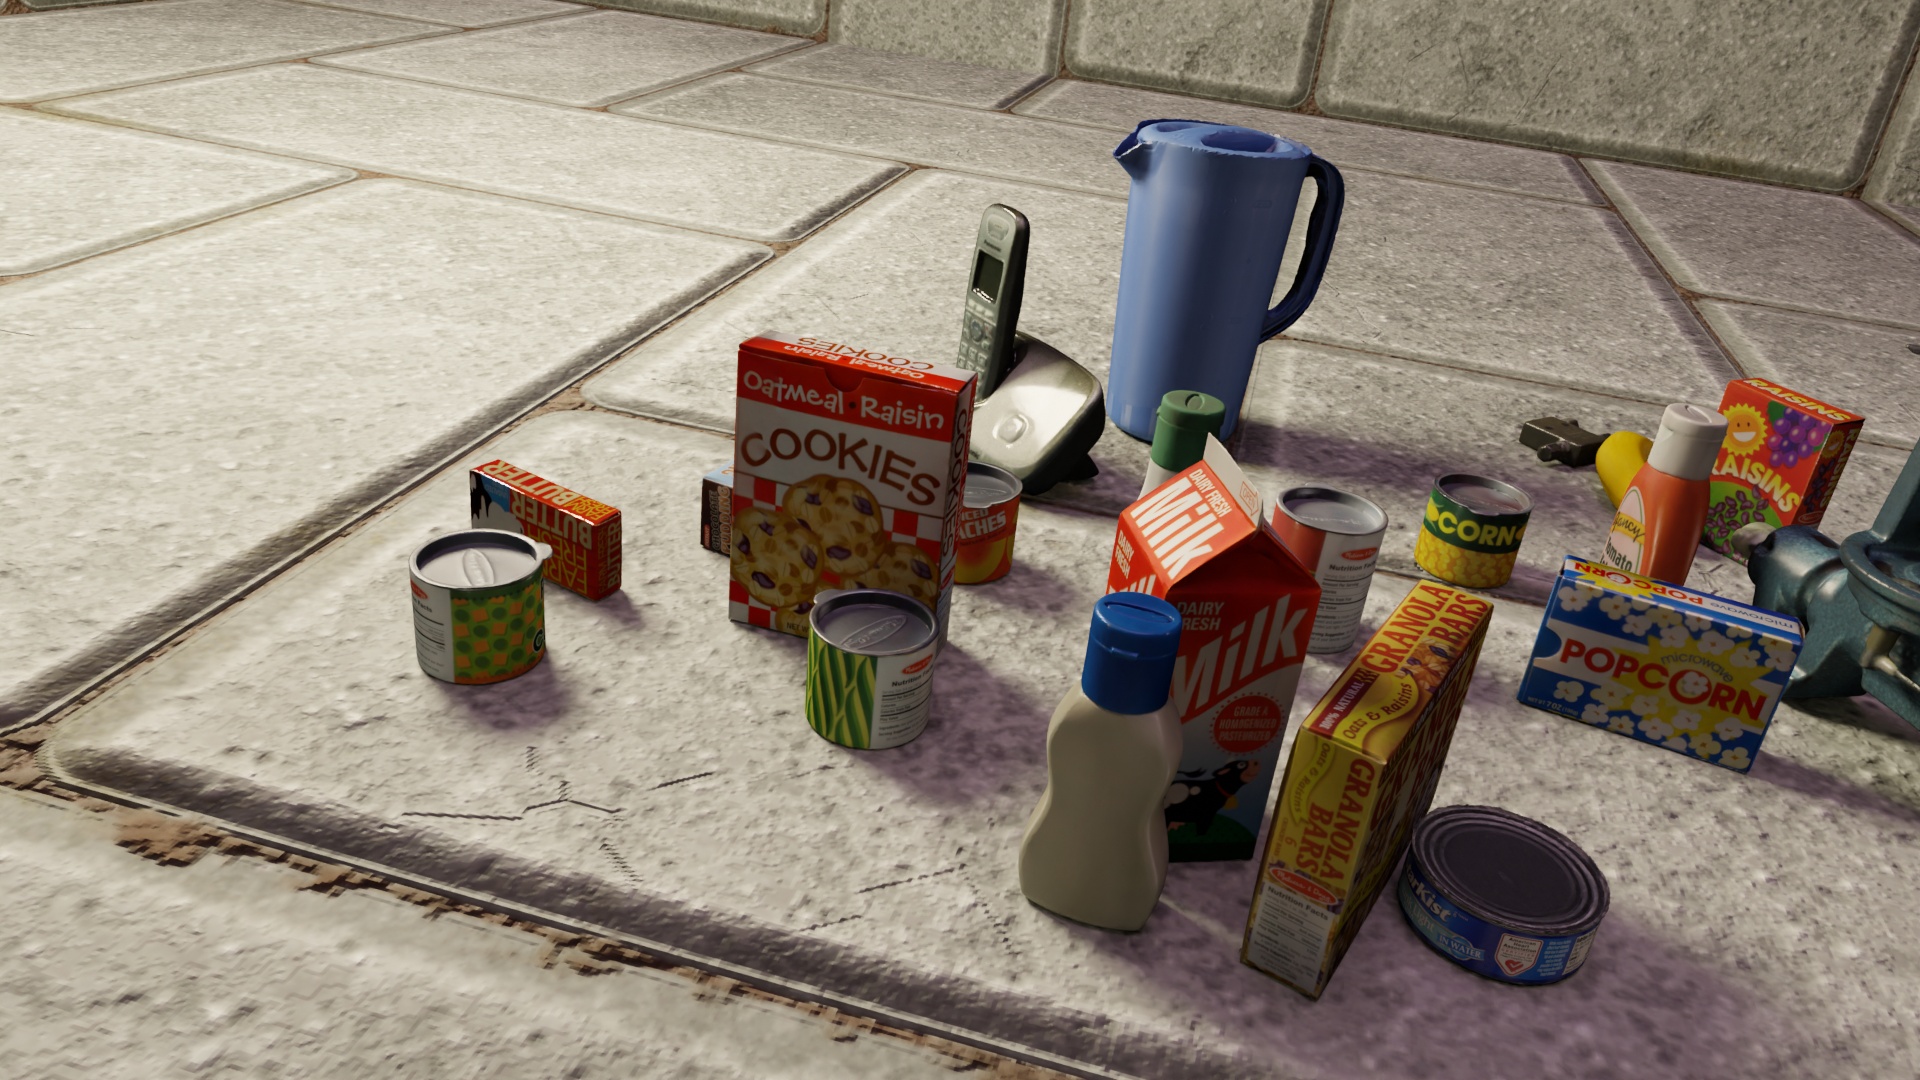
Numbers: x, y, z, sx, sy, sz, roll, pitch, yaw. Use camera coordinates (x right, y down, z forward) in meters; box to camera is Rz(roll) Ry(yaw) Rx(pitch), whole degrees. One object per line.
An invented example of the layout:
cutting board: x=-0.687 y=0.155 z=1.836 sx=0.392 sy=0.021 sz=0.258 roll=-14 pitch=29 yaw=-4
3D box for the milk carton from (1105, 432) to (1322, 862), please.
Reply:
milk carton: x=0.107 y=0.051 z=0.633 sx=0.073 sy=0.189 sz=0.072 roll=1 pitch=27 yaw=-12

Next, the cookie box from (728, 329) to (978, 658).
cookie box: x=-0.062 y=-0.022 z=0.762 sx=0.123 sy=0.166 sz=0.040 roll=13 pitch=27 yaw=12

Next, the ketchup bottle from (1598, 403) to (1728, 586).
ketchup bottle: x=0.446 y=-0.012 z=0.885 sx=0.043 sy=0.148 sz=0.065 roll=6 pitch=26 yaw=-3

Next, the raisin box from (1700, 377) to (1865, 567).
raisin box: x=0.588 y=-0.047 z=1.015 sx=0.040 sy=0.122 sz=0.086 roll=-7 pitch=30 yaw=-26

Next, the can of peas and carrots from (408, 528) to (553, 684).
can of peas and carrots: x=-0.249 y=0.033 z=0.728 sx=0.071 sy=0.058 sz=0.071 roll=6 pitch=27 yaw=-3

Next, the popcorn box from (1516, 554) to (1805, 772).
popcorn box: x=0.392 y=0.068 z=0.784 sx=0.127 sy=0.084 sz=0.038 roll=18 pitch=28 yaw=20

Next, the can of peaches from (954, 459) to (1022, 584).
can of peaches: x=0.003 y=-0.011 z=0.877 sx=0.071 sy=0.057 sz=0.071 roll=6 pitch=27 yaw=-3

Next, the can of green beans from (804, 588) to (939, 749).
can of green beans: x=-0.046 y=0.065 z=0.715 sx=0.071 sy=0.057 sz=0.071 roll=6 pitch=27 yaw=-3

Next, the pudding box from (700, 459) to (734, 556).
pudding box: x=-0.131 y=-0.029 z=0.889 sx=0.030 sy=0.049 sz=0.084 roll=17 pitch=28 yaw=20

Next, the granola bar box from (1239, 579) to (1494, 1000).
granola bar box: x=0.183 y=0.104 z=0.620 sx=0.039 sy=0.123 sz=0.166 roll=21 pitch=30 yaw=27

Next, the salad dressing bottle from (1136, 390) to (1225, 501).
salad dressing bottle: x=0.123 y=-0.013 z=0.810 sx=0.044 sy=0.147 sz=0.064 roll=13 pitch=27 yaw=12

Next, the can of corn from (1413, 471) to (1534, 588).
can of corn: x=0.350 y=-0.006 z=0.950 sx=0.071 sy=0.058 sz=0.071 roll=6 pitch=27 yaw=-3

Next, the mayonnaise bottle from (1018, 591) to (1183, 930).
mayonnaise bottle: x=0.064 y=0.094 z=0.586 sx=0.065 sy=0.147 sz=0.041 roll=14 pitch=27 yaw=15

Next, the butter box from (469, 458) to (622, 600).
butter box: x=-0.243 y=-0.007 z=0.815 sx=0.103 sy=0.053 sz=0.024 roll=21 pitch=30 yaw=25

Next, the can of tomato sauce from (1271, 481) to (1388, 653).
can of tomato sauce: x=0.216 y=0.016 z=0.847 sx=0.071 sy=0.082 sz=0.071 roll=6 pitch=27 yaw=-3
